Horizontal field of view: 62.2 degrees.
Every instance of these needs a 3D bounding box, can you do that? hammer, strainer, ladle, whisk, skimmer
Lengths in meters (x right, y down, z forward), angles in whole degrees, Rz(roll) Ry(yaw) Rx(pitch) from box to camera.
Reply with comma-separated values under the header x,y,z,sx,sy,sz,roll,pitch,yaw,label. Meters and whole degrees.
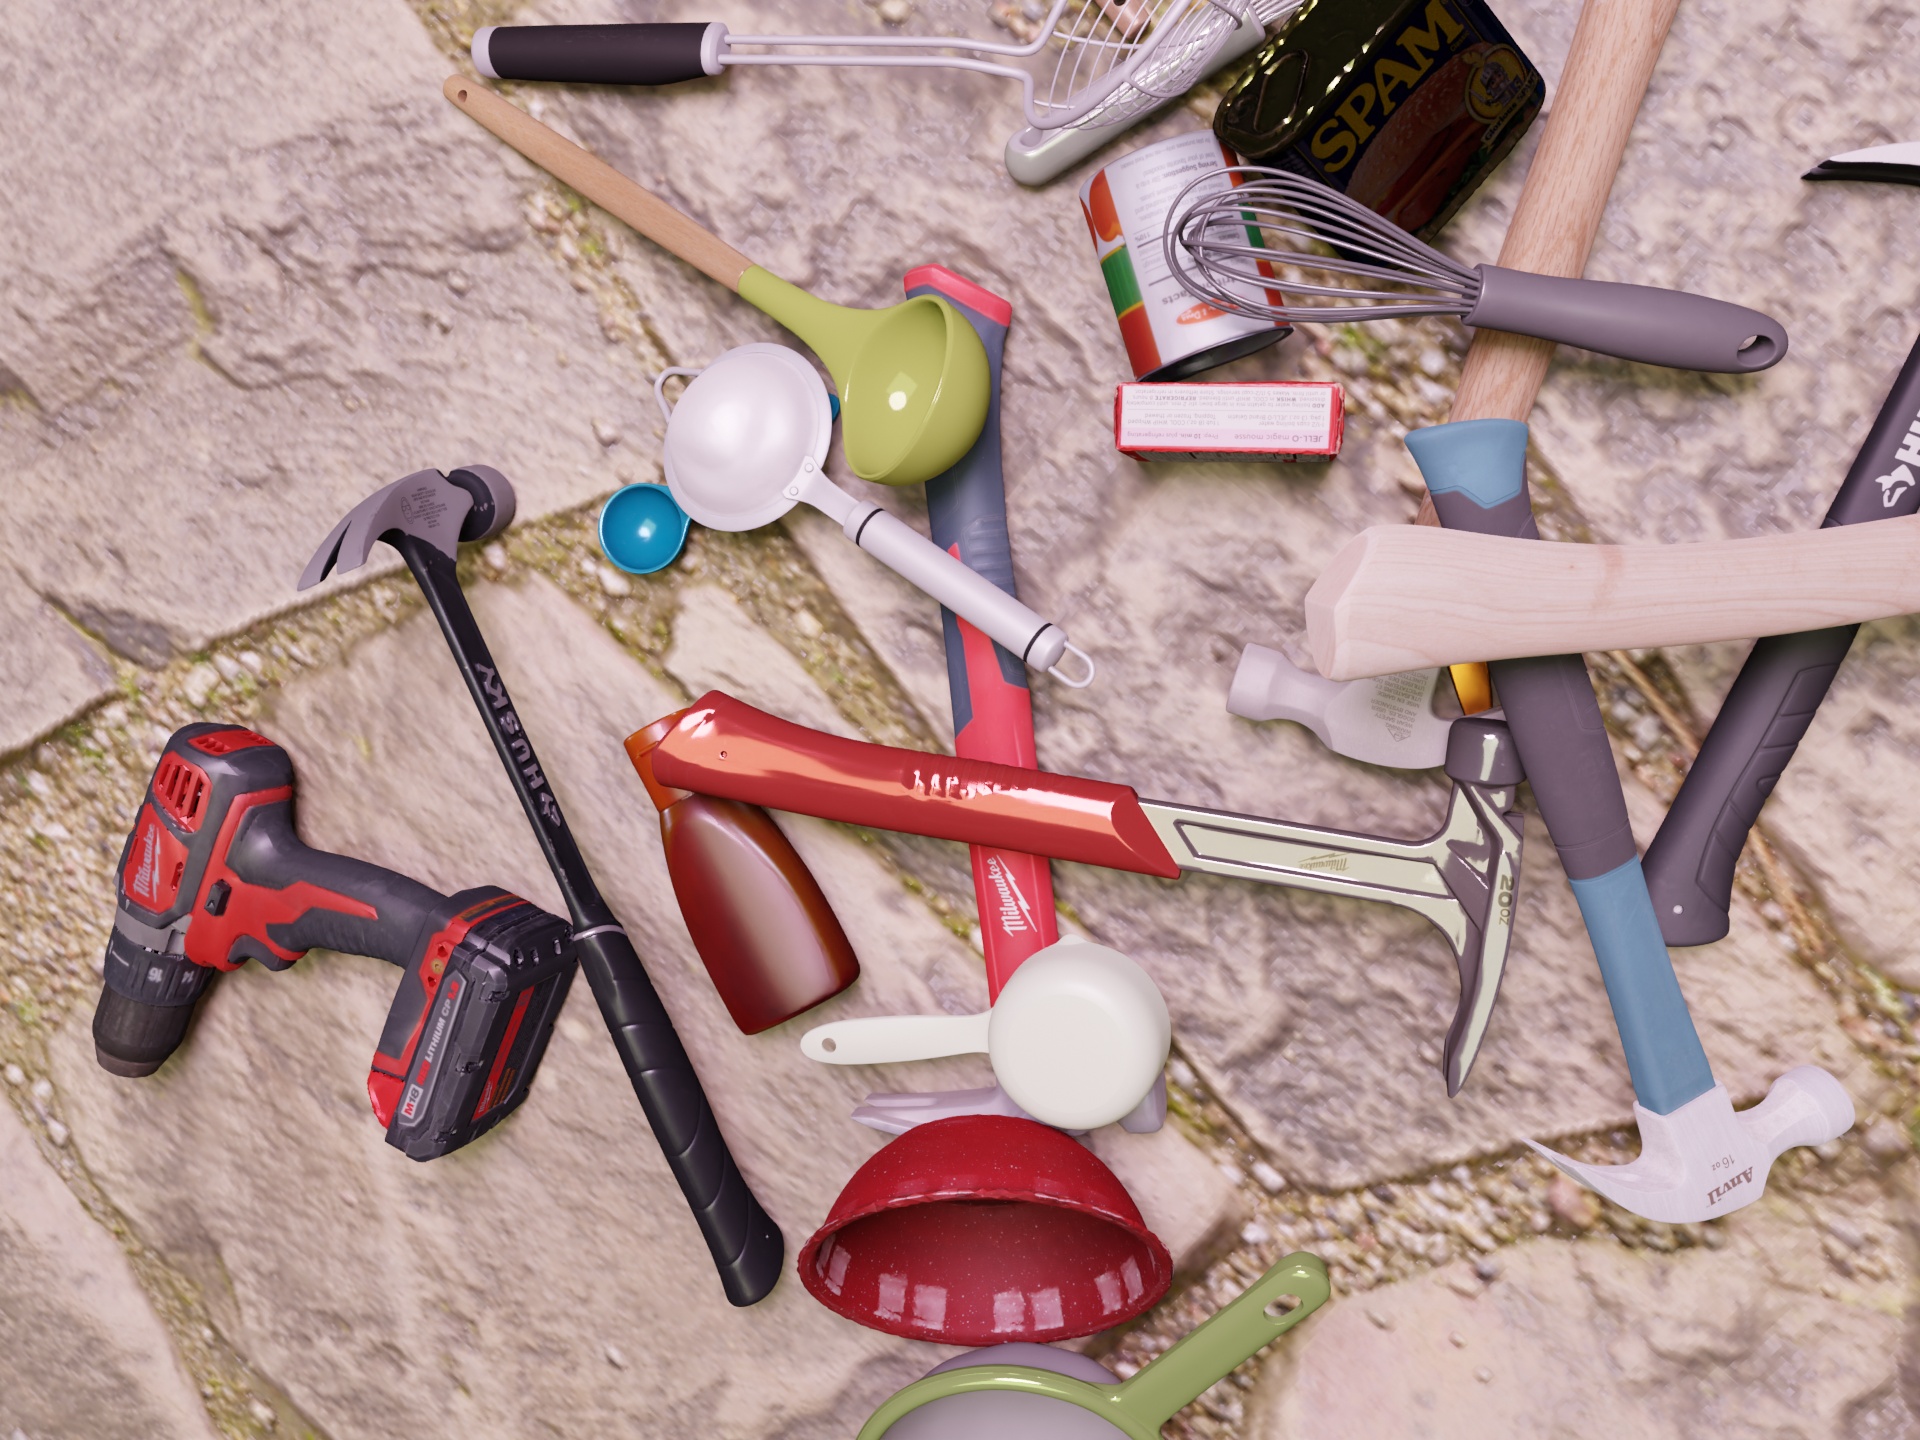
x,y,z,sx,sy,sz,roll,pitch,yaw,label
0.341,-0.061,0.625,0.146,0.035,0.334,24,102,8,hammer
-0.001,-0.002,0.707,0.143,0.038,0.386,-6,96,15,hammer
-0.172,0.082,0.720,0.036,0.149,0.409,-20,99,14,hammer
-0.047,-0.089,0.674,0.258,0.050,0.087,36,96,18,strainer
0.238,0.041,0.597,0.128,0.033,0.331,-25,102,-14,hammer
0.062,0.294,0.701,0.151,0.069,0.256,40,111,-11,strainer
-0.116,-0.202,0.677,0.320,0.062,0.078,36,110,17,ladle
0.123,-0.289,0.640,0.246,0.059,0.058,-28,52,18,whisk
0.193,-0.162,0.592,0.239,0.055,0.055,10,99,-3,whisk
0.043,0.050,0.663,0.359,0.037,0.149,9,99,12,hammer
-0.055,-0.293,0.638,0.363,0.090,0.127,8,67,20,skimmer
0.324,-0.044,0.558,0.410,0.038,0.146,-7,100,-7,hammer
0.220,-0.138,0.637,0.130,0.031,0.331,19,98,12,hammer

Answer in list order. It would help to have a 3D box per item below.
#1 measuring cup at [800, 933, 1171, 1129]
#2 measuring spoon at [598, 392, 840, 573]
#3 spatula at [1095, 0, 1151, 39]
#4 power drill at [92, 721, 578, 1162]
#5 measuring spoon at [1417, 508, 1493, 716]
x,y,z,sx,sy,sz,roll,pitch,yaw,label
0.005,0.140,0.683,0.167,0.038,0.083,-6,96,14,measuring cup
-0.108,-0.111,0.732,0.128,0.021,0.042,-32,84,5,measuring spoon
-0.020,-0.413,0.670,0.060,0.018,0.316,-38,87,15,spatula
-0.318,0.126,0.776,0.227,0.080,0.188,26,102,11,power drill
0.210,-0.036,0.668,0.021,0.011,0.117,-13,94,14,measuring spoon
